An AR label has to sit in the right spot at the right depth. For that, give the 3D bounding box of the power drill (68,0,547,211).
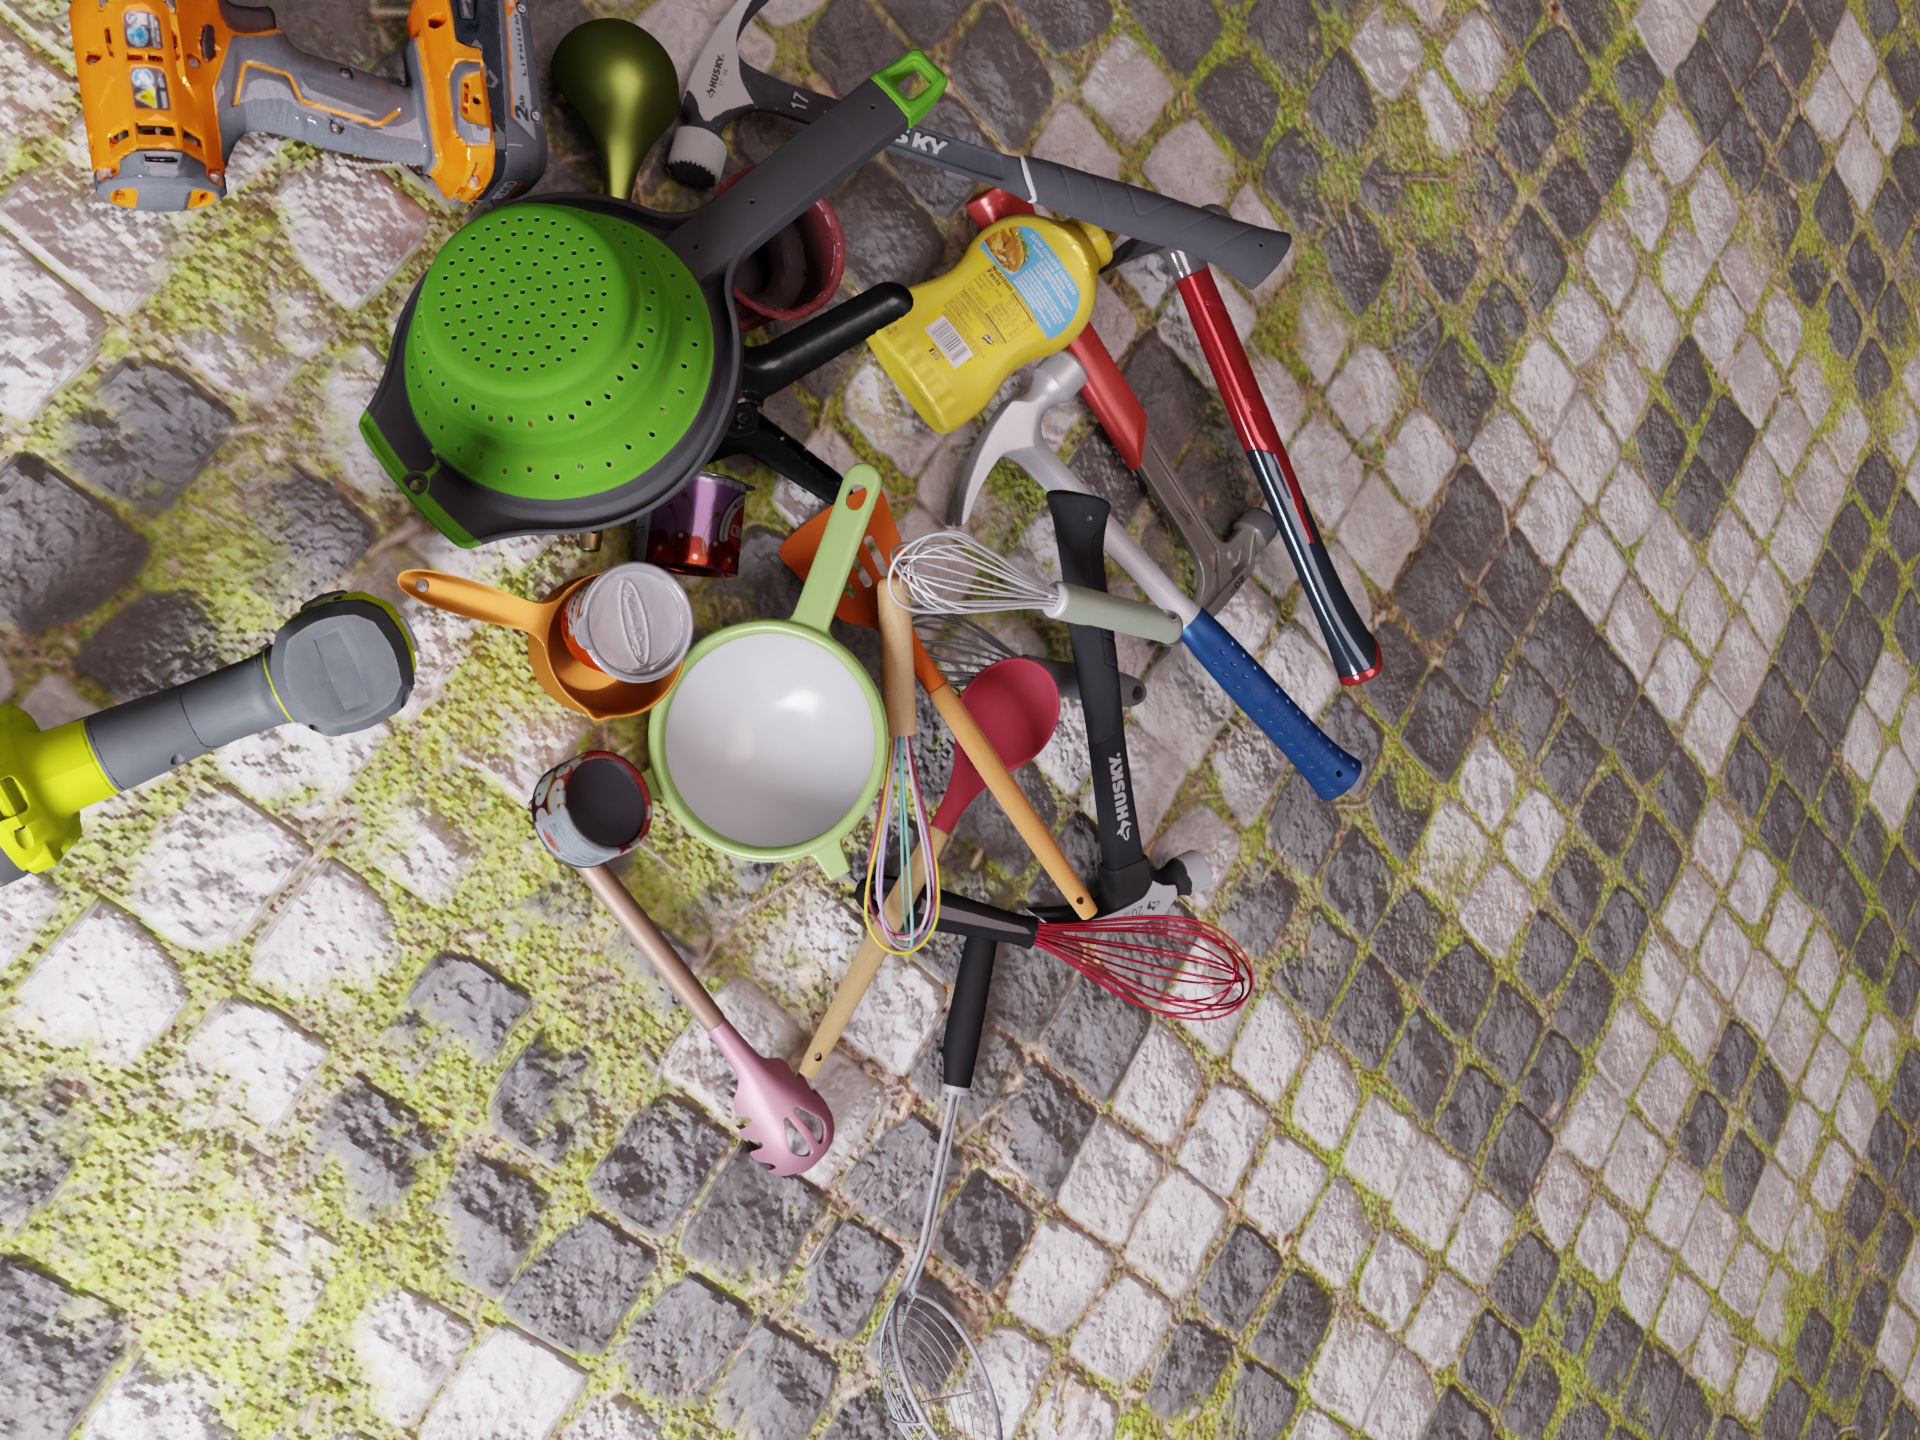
[{"bbox_3d":[-0.350,-0.360,0.855,0.226,0.084,0.164,-10,95,-29],"label":"power drill"}]

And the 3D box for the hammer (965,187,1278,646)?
[{"bbox_3d":[0.108,-0.231,1.181,0.149,0.037,0.358,-47,115,-24],"label":"hammer"}]

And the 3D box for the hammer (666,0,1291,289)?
[{"bbox_3d":[0.025,-0.365,1.043,0.409,0.036,0.149,15,78,-10],"label":"hammer"}]

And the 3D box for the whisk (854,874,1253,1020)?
[{"bbox_3d":[0.069,0.152,1.111,0.295,0.073,0.073,15,82,-11],"label":"whisk"}]

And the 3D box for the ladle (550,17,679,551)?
[{"bbox_3d":[-0.218,-0.264,0.972,0.078,0.062,0.320,2,96,-31],"label":"ladle"}]

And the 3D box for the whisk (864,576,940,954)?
[{"bbox_3d":[-0.041,0.031,1.019,0.047,0.051,0.245,-2,96,4],"label":"whisk"}]

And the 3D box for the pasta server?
[{"bbox_3d":[-0.175,0.172,1.011,0.060,0.040,0.316,-42,108,-25],"label":"pasta server"}]

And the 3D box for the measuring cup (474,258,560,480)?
[{"bbox_3d":[-0.272,-0.200,0.945,0.062,0.029,0.156,-8,83,-33],"label":"measuring cup"}]

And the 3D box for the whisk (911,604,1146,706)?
[{"bbox_3d":[0.046,-0.039,1.141,0.238,0.055,0.055,11,85,-37],"label":"whisk"}]

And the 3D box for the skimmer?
[{"bbox_3d":[0.013,0.321,1.096,0.127,0.090,0.363,30,69,-64],"label":"skimmer"}]

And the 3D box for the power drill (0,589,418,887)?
[{"bbox_3d":[-0.385,-0.003,0.793,0.228,0.191,0.080,-24,104,-16],"label":"power drill"}]

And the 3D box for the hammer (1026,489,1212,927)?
[{"bbox_3d":[0.097,-0.003,1.134,0.146,0.035,0.334,-19,113,-24],"label":"hammer"}]

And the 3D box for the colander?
[{"bbox_3d":[-0.165,-0.265,0.880,0.397,0.094,0.204,-41,80,-7],"label":"colander"}]

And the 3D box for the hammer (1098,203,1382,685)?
[{"bbox_3d":[0.228,-0.198,1.220,0.143,0.038,0.386,-34,103,-42],"label":"hammer"}]

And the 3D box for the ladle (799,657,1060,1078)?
[{"bbox_3d":[-0.025,0.097,1.069,0.069,0.031,0.315,31,79,-8],"label":"ladle"}]

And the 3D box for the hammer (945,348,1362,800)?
[{"bbox_3d":[0.158,-0.078,1.177,0.405,0.035,0.144,44,83,-20],"label":"hammer"}]

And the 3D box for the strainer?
[{"bbox_3d":[-0.099,-0.038,1.008,0.151,0.069,0.256,20,91,5],"label":"strainer"}]

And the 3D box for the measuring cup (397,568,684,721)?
[{"bbox_3d":[-0.251,-0.057,0.941,0.173,0.052,0.095,18,81,-30],"label":"measuring cup"}]

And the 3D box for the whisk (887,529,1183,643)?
[{"bbox_3d":[0.055,-0.080,1.041,0.246,0.058,0.059,10,121,-37],"label":"whisk"}]

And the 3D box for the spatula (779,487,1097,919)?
[{"bbox_3d":[-0.002,-0.003,1.055,0.081,0.041,0.322,-33,98,3],"label":"spatula"}]
